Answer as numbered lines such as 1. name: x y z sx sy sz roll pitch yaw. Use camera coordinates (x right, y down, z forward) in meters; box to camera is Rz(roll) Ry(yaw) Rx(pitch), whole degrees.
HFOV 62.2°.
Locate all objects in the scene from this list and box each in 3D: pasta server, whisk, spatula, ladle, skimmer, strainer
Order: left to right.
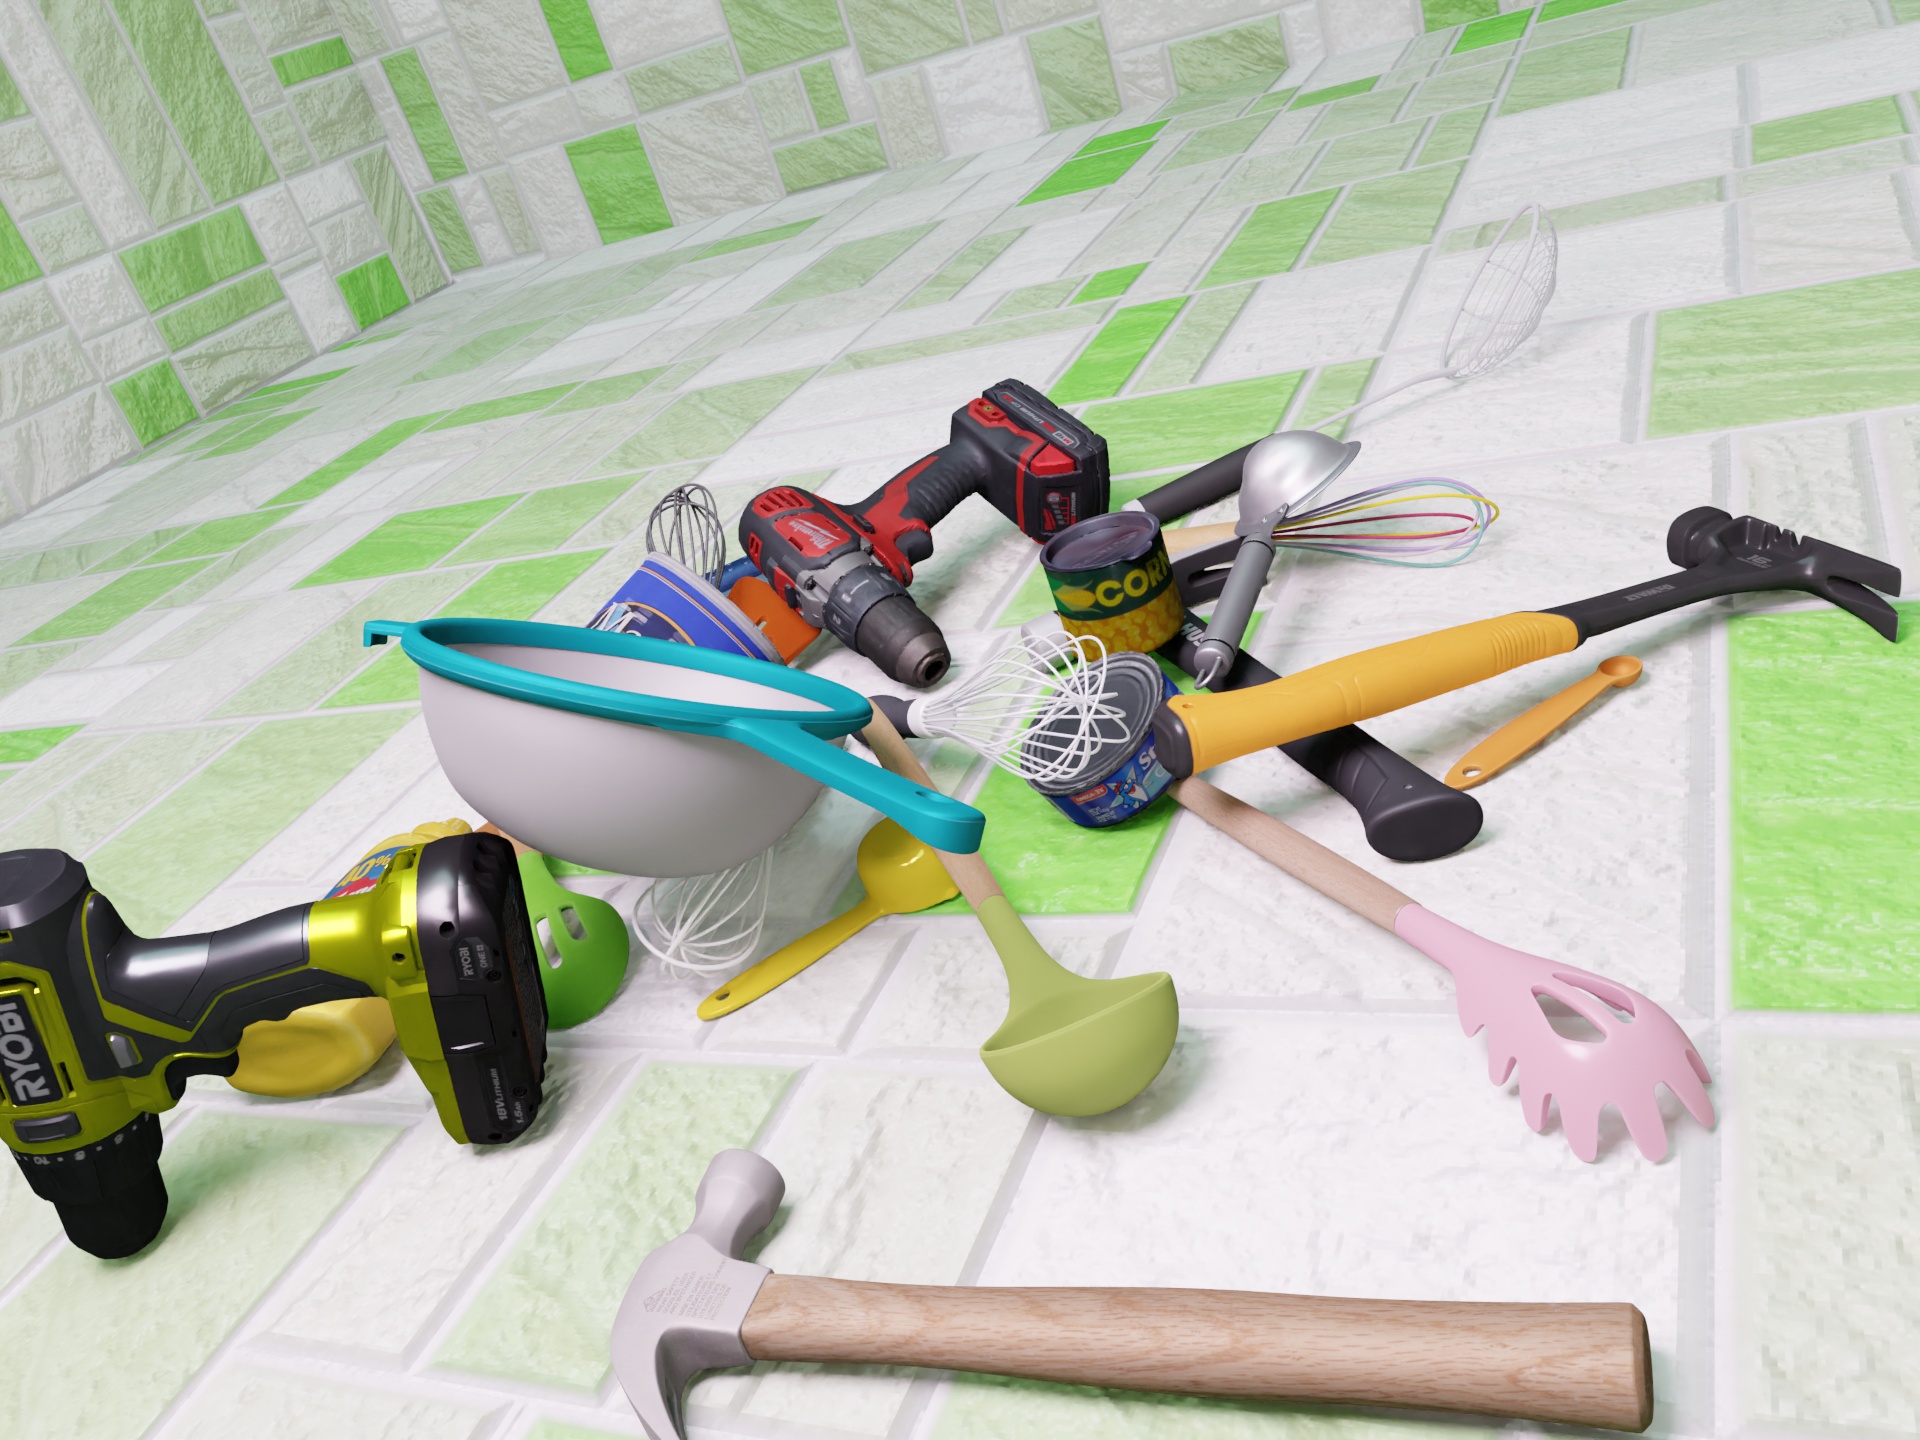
1. spatula: -0.223 0.018 0.982 0.081 0.041 0.322 33 56 31
2. whisk: -0.168 -0.059 1.000 0.055 0.055 0.239 -16 54 6
3. strainer: -0.111 0.033 0.678 0.211 0.095 0.341 5 11 -41
4. whisk: -0.103 0.056 0.821 0.059 0.057 0.246 23 28 2
5. whisk: -0.002 -0.001 0.802 0.070 0.070 0.285 -31 11 -22
6. ladle: 0.002 0.058 0.698 0.078 0.062 0.320 -21 34 -11
7. strainer: 0.163 -0.098 0.862 0.087 0.050 0.259 -30 21 41
8. whisk: 0.200 -0.110 0.952 0.245 0.051 0.047 -3 10 38
9. skimmer: 0.258 -0.241 1.094 0.363 0.090 0.127 -27 -5 -9
10. pasta server: 0.165 0.077 0.637 0.060 0.040 0.316 -27 24 -14

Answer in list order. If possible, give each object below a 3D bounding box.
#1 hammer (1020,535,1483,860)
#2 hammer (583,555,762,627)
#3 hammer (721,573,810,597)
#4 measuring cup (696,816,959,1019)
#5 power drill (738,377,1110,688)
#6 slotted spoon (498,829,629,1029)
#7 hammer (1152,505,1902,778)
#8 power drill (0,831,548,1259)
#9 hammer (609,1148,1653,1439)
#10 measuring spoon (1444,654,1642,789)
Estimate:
1. hammer: 0.154 -0.017 0.805 0.146 0.035 0.335 -25 27 -9
2. hammer: -0.118 -0.132 1.198 0.405 0.035 0.144 -28 28 -17
3. hammer: -0.209 -0.054 1.093 0.331 0.033 0.128 -24 47 -2
4. measuring cup: -0.062 0.089 0.755 0.156 0.029 0.062 -32 29 -21
5. power drill: -0.007 -0.118 1.026 0.226 0.080 0.188 -29 51 -23
6. slotted spoon: -0.246 0.067 0.882 0.070 0.031 0.314 -30 34 -10
7. hammer: 0.246 -0.031 0.716 0.337 0.034 0.127 -16 25 -13
8. power drill: -0.301 0.139 0.685 0.228 0.190 0.080 -7 26 -7
9. hammer: 0.035 0.193 0.495 0.331 0.031 0.130 -6 29 24
10. measuring spoon: 0.266 0.003 0.725 0.117 0.011 0.021 -31 29 -15
